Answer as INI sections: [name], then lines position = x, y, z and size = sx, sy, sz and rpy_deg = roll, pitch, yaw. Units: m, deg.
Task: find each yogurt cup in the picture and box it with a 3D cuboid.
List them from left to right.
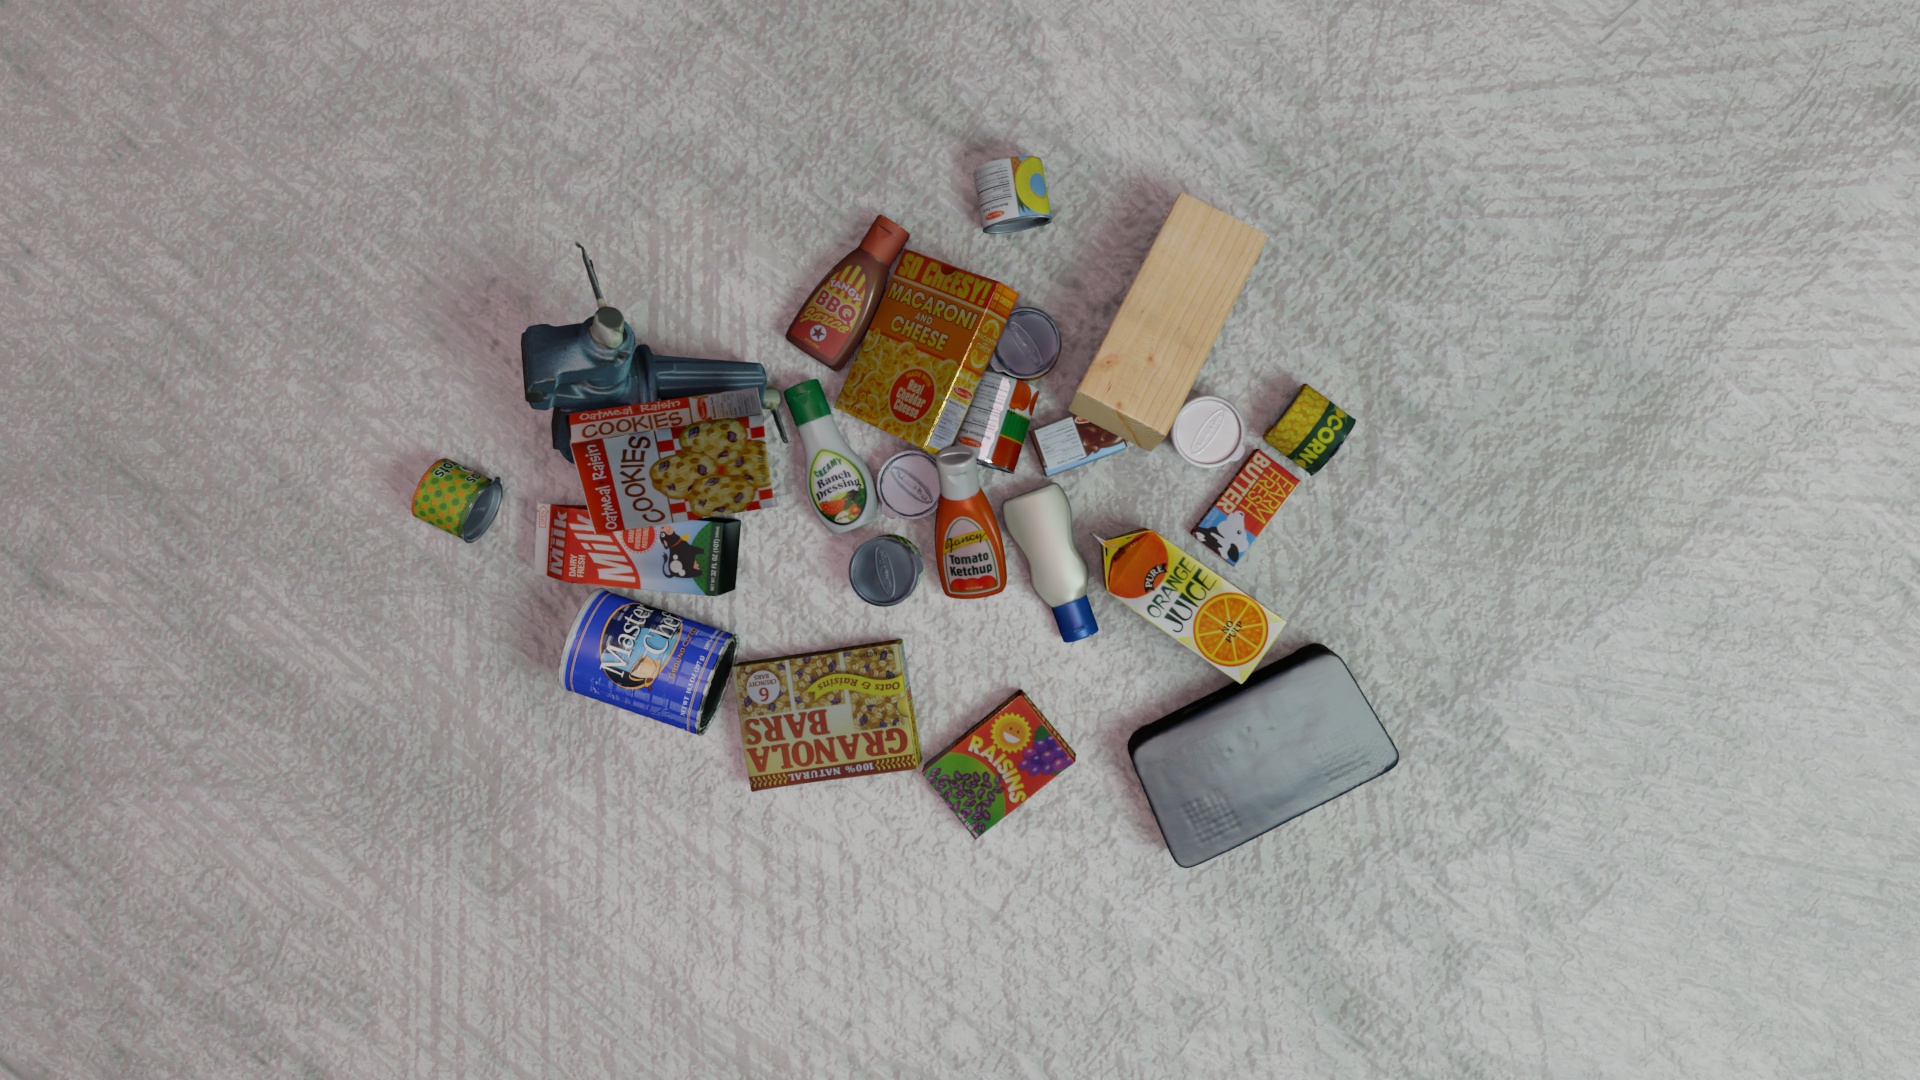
[yogurt cup]
position = 0.230, -0.101, 1.303
size = 0.072, 0.054, 0.072
rpy_deg = 0, 93, 3

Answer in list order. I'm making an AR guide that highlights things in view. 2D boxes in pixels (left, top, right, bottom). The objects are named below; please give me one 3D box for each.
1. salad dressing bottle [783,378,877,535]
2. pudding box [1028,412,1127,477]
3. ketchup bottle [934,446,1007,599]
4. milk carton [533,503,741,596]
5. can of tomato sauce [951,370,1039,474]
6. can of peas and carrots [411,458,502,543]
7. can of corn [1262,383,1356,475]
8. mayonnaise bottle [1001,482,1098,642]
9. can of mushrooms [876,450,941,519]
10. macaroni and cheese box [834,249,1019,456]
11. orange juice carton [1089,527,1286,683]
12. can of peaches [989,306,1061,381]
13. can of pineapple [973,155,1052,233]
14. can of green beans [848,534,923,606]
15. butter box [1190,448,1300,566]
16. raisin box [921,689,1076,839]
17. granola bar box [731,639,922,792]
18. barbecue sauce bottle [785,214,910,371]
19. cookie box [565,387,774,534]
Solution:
[salad dressing bottle]
position = -0.127, -0.080, 1.329
size = 0.064, 0.044, 0.147
rpy_deg = -21, 91, 6
[pudding box]
position = 0.112, -0.096, 1.322
size = 0.084, 0.030, 0.049
rpy_deg = -20, 90, 4
[ketchup bottle]
position = 0.005, -0.016, 1.291
size = 0.065, 0.044, 0.148
rpy_deg = -6, 123, 5
[milk carton]
position = -0.314, 0.007, 1.329
size = 0.191, 0.073, 0.072
rpy_deg = 5, 93, 3
[can of tomato sauce]
position = 0.032, -0.111, 1.307
size = 0.071, 0.071, 0.083
rpy_deg = 17, 90, 2
[can of peas and carrots]
position = -0.485, -0.041, 1.340
size = 0.059, 0.071, 0.071
rpy_deg = 25, 94, 2
[can of corn]
position = 0.323, -0.103, 1.289
size = 0.058, 0.071, 0.071
rpy_deg = 37, 94, 2
[mayonnaise bottle]
position = 0.090, 0.023, 1.324
size = 0.065, 0.041, 0.148
rpy_deg = -19, 92, 6
[can of mushrooms]
position = -0.048, -0.052, 1.331
size = 0.071, 0.033, 0.071
rpy_deg = 0, 93, 3
[macaroni and cheese box]
position = -0.033, -0.176, 1.292
size = 0.124, 0.040, 0.166
rpy_deg = 27, 94, 36
[orange juice carton]
position = 0.201, 0.048, 1.302
size = 0.193, 0.072, 0.073
rpy_deg = 34, 94, 1
[can of peaches]
position = 0.059, -0.183, 1.307
size = 0.071, 0.058, 0.071
rpy_deg = 0, 94, 3
[can of pineapple]
position = 0.050, -0.323, 1.299
size = 0.071, 0.071, 0.058
rpy_deg = -9, 92, 4
[can of green beans]
position = -0.070, 0.028, 1.323
size = 0.071, 0.058, 0.071
rpy_deg = 0, 93, 3
[butter box]
position = 0.270, -0.031, 1.319
size = 0.053, 0.024, 0.103
rpy_deg = 37, 94, 0
[raisin box]
position = 0.037, 0.215, 1.335
size = 0.123, 0.040, 0.086
rpy_deg = -39, 89, 5
[granola bar box]
position = -0.129, 0.169, 1.342
size = 0.165, 0.039, 0.124
rpy_deg = -9, 92, 4
[barbecue sauce bottle]
position = -0.102, -0.238, 1.321
size = 0.065, 0.043, 0.148
rpy_deg = 34, 94, 9
[cookie box]
position = -0.258, -0.071, 1.250
size = 0.168, 0.122, 0.040
rpy_deg = -9, 50, -9
